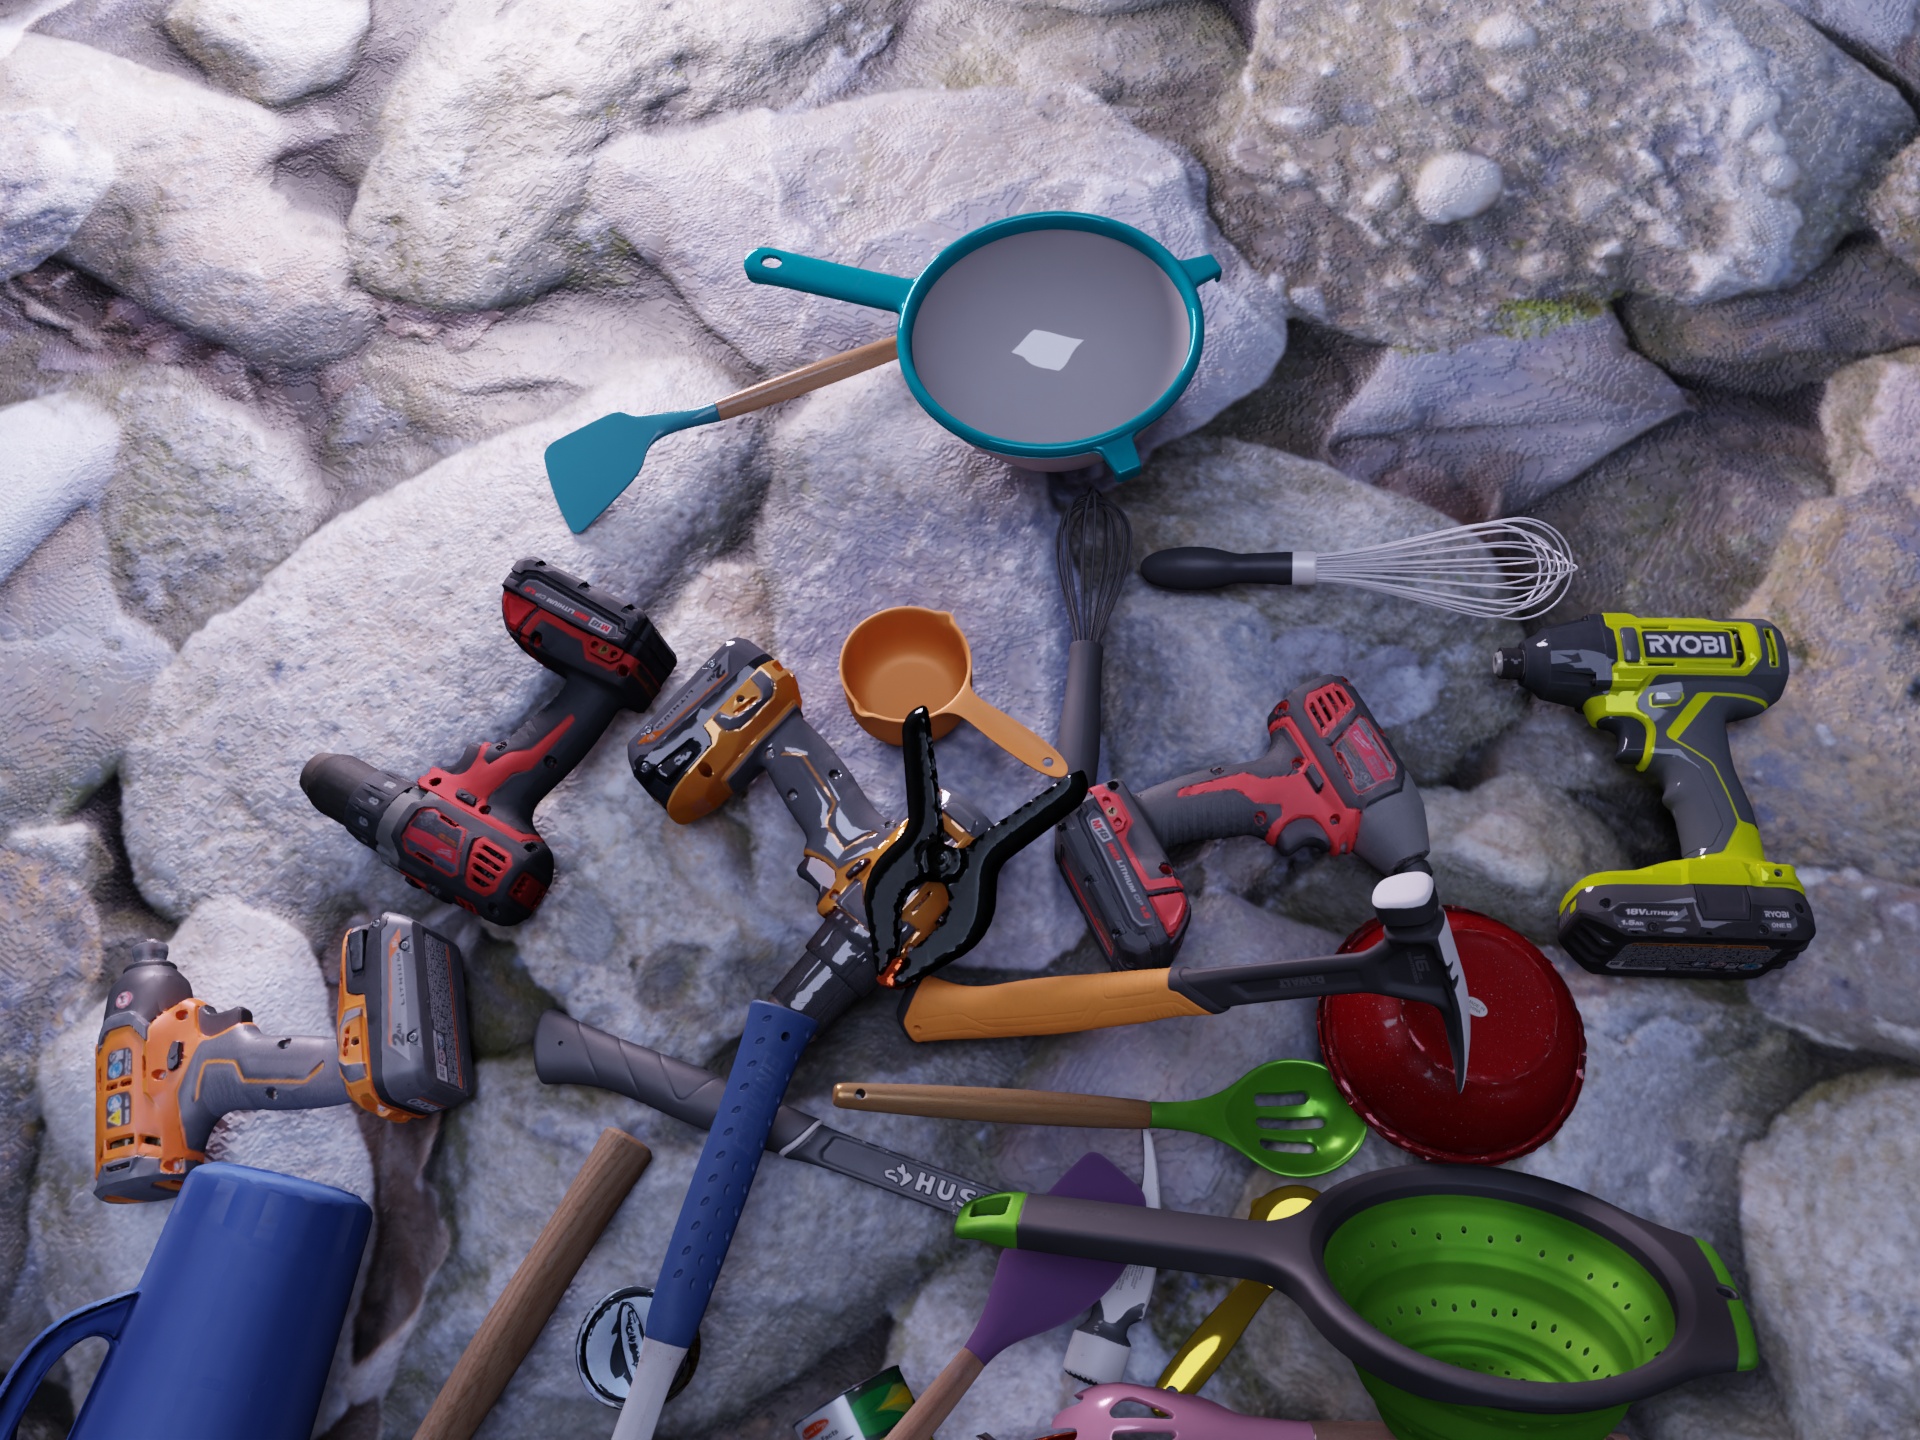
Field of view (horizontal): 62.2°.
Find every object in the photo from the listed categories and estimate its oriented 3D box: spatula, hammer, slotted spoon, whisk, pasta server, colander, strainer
[{"bbox_3d":[-0.156,-0.234,1.183,0.317,0.044,0.082,-21,66,-9],"label":"spatula"},{"bbox_3d":[-0.280,0.381,0.897,0.031,0.130,0.331,0,51,47],"label":"hammer"},{"bbox_3d":[0.082,0.222,0.912,0.313,0.031,0.070,6,61,-12],"label":"slotted spoon"},{"bbox_3d":[0.117,0.163,0.913,0.337,0.127,0.034,-10,25,27],"label":"hammer"},{"bbox_3d":[0.083,-0.047,1.067,0.055,0.055,0.239,3,72,7],"label":"whisk"},{"bbox_3d":[-0.171,0.352,0.876,0.144,0.035,0.406,23,72,-14],"label":"hammer"},{"bbox_3d":[0.205,0.380,0.837,0.316,0.040,0.060,7,49,-11],"label":"pasta server"},{"bbox_3d":[0.193,0.316,0.837,0.397,0.204,0.094,3,105,12],"label":"colander"},{"bbox_3d":[0.006,-0.269,1.143,0.340,0.095,0.211,17,67,15],"label":"strainer"},{"bbox_3d":[0.263,-0.102,1.065,0.284,0.070,0.070,1,67,11],"label":"whisk"},{"bbox_3d":[-0.075,0.253,0.957,0.409,0.036,0.149,17,68,13],"label":"hammer"},{"bbox_3d":[-0.008,0.361,0.848,0.060,0.018,0.316,40,65,15],"label":"spatula"}]

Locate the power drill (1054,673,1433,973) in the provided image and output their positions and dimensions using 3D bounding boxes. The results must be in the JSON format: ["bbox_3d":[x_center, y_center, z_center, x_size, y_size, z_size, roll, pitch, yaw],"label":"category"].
[{"bbox_3d":[0.179,0.073,0.988,0.219,0.078,0.143,-24,67,-8],"label":"power drill"}]

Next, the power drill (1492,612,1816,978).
[{"bbox_3d":[0.424,0.039,0.977,0.171,0.080,0.223,1,63,5],"label":"power drill"}]

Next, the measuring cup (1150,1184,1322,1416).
[{"bbox_3d":[0.160,0.329,0.900,0.062,0.029,0.156,39,73,19],"label":"measuring cup"}]

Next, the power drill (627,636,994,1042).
[{"bbox_3d":[-0.110,0.077,1.015,0.226,0.084,0.185,39,77,15],"label":"power drill"}]

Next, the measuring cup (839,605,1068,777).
[{"bbox_3d":[-0.002,-0.003,1.049,0.174,0.052,0.095,34,69,16],"label":"measuring cup"}]

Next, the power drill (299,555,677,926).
[{"bbox_3d":[-0.318,0.006,1.069,0.188,0.080,0.227,26,75,16],"label":"power drill"}]

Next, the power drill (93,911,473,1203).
[{"bbox_3d":[-0.432,0.194,0.996,0.226,0.084,0.164,-16,65,3],"label":"power drill"}]
